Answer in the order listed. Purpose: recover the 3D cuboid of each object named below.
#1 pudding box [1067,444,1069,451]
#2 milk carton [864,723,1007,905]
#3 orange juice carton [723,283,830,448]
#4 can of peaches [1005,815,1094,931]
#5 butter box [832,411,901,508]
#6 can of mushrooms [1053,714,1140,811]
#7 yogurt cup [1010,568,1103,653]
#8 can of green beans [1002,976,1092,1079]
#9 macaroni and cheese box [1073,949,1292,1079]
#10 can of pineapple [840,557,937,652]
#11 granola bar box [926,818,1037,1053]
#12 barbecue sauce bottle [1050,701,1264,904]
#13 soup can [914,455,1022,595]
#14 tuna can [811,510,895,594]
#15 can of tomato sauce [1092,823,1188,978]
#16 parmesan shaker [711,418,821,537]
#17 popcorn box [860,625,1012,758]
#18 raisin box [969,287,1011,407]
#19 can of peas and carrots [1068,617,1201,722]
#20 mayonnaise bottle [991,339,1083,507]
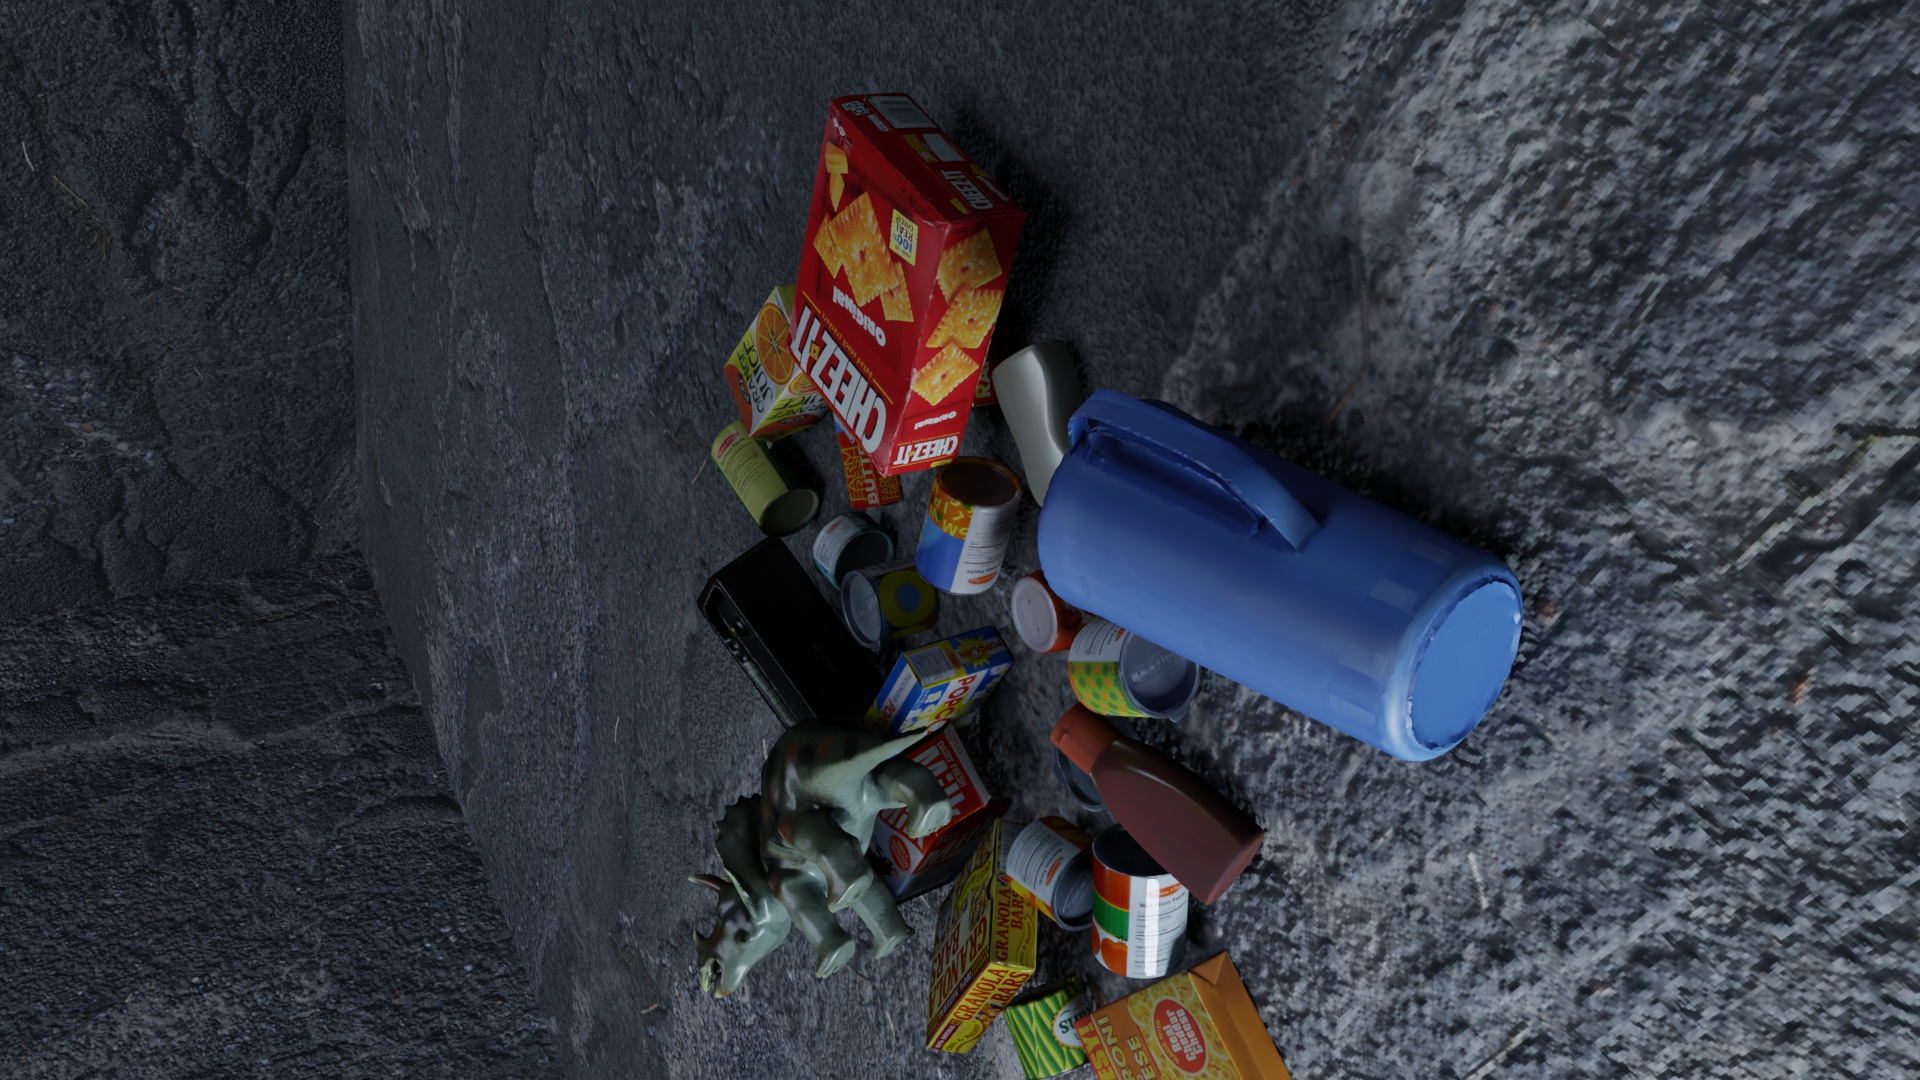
[{"bbox_3d":[0.102,-0.026,0.891,0.049,0.030,0.083,-12,92,27],"label":"pudding box"},{"bbox_3d":[-0.023,0.229,1.162,0.072,0.074,0.189,59,144,25],"label":"milk carton"},{"bbox_3d":[-0.148,-0.149,1.211,0.192,0.073,0.072,-39,69,56],"label":"orange juice carton"},{"bbox_3d":[0.077,0.245,1.022,0.058,0.071,0.071,23,121,52],"label":"can of peaches"},{"bbox_3d":[-0.081,-0.079,1.180,0.053,0.024,0.103,-5,97,58],"label":"butter box"},{"bbox_3d":[0.098,0.155,0.983,0.071,0.033,0.070,28,125,49],"label":"can of mushrooms"},{"bbox_3d":[0.071,0.046,0.963,0.072,0.054,0.072,28,125,51],"label":"yogurt cup"},{"bbox_3d":[0.072,0.378,1.079,0.071,0.071,0.058,-34,73,56],"label":"can of green beans"},{"bbox_3d":[0.157,0.369,0.967,0.124,0.040,0.165,64,146,18],"label":"macaroni and cheese box"},{"bbox_3d":[-0.060,0.053,1.166,0.071,0.058,0.070,28,125,50],"label":"can of pineapple"},{"bbox_3d":[0.017,0.317,1.109,0.164,0.039,0.125,115,166,-45],"label":"granola bar box"},{"bbox_3d":[0.124,0.165,0.907,0.149,0.044,0.064,40,127,25],"label":"barbecue sauce bottle"},{"bbox_3d":[0.004,-0.013,1.033,0.071,0.071,0.083,49,138,36],"label":"soup can"},{"bbox_3d":[-0.089,0.012,1.193,0.033,0.071,0.070,38,132,43],"label":"tuna can"},{"bbox_3d":[0.122,0.244,0.949,0.071,0.071,0.082,27,124,51],"label":"can of tomato sauce"},{"bbox_3d":[-0.184,-0.057,1.308,0.103,0.071,0.071,52,141,32],"label":"parmesan shaker"},{"bbox_3d":[-0.021,0.124,1.108,0.038,0.085,0.126,59,144,24],"label":"popcorn box"},{"bbox_3d":[-0.003,-0.163,1.013,0.086,0.040,0.123,15,113,53],"label":"raisin box"},{"bbox_3d":[0.114,0.084,0.902,0.058,0.071,0.071,-10,94,59],"label":"can of peas and carrots"},{"bbox_3d":[0.068,-0.057,0.942,0.064,0.041,0.148,-27,80,57],"label":"mayonnaise bottle"}]
